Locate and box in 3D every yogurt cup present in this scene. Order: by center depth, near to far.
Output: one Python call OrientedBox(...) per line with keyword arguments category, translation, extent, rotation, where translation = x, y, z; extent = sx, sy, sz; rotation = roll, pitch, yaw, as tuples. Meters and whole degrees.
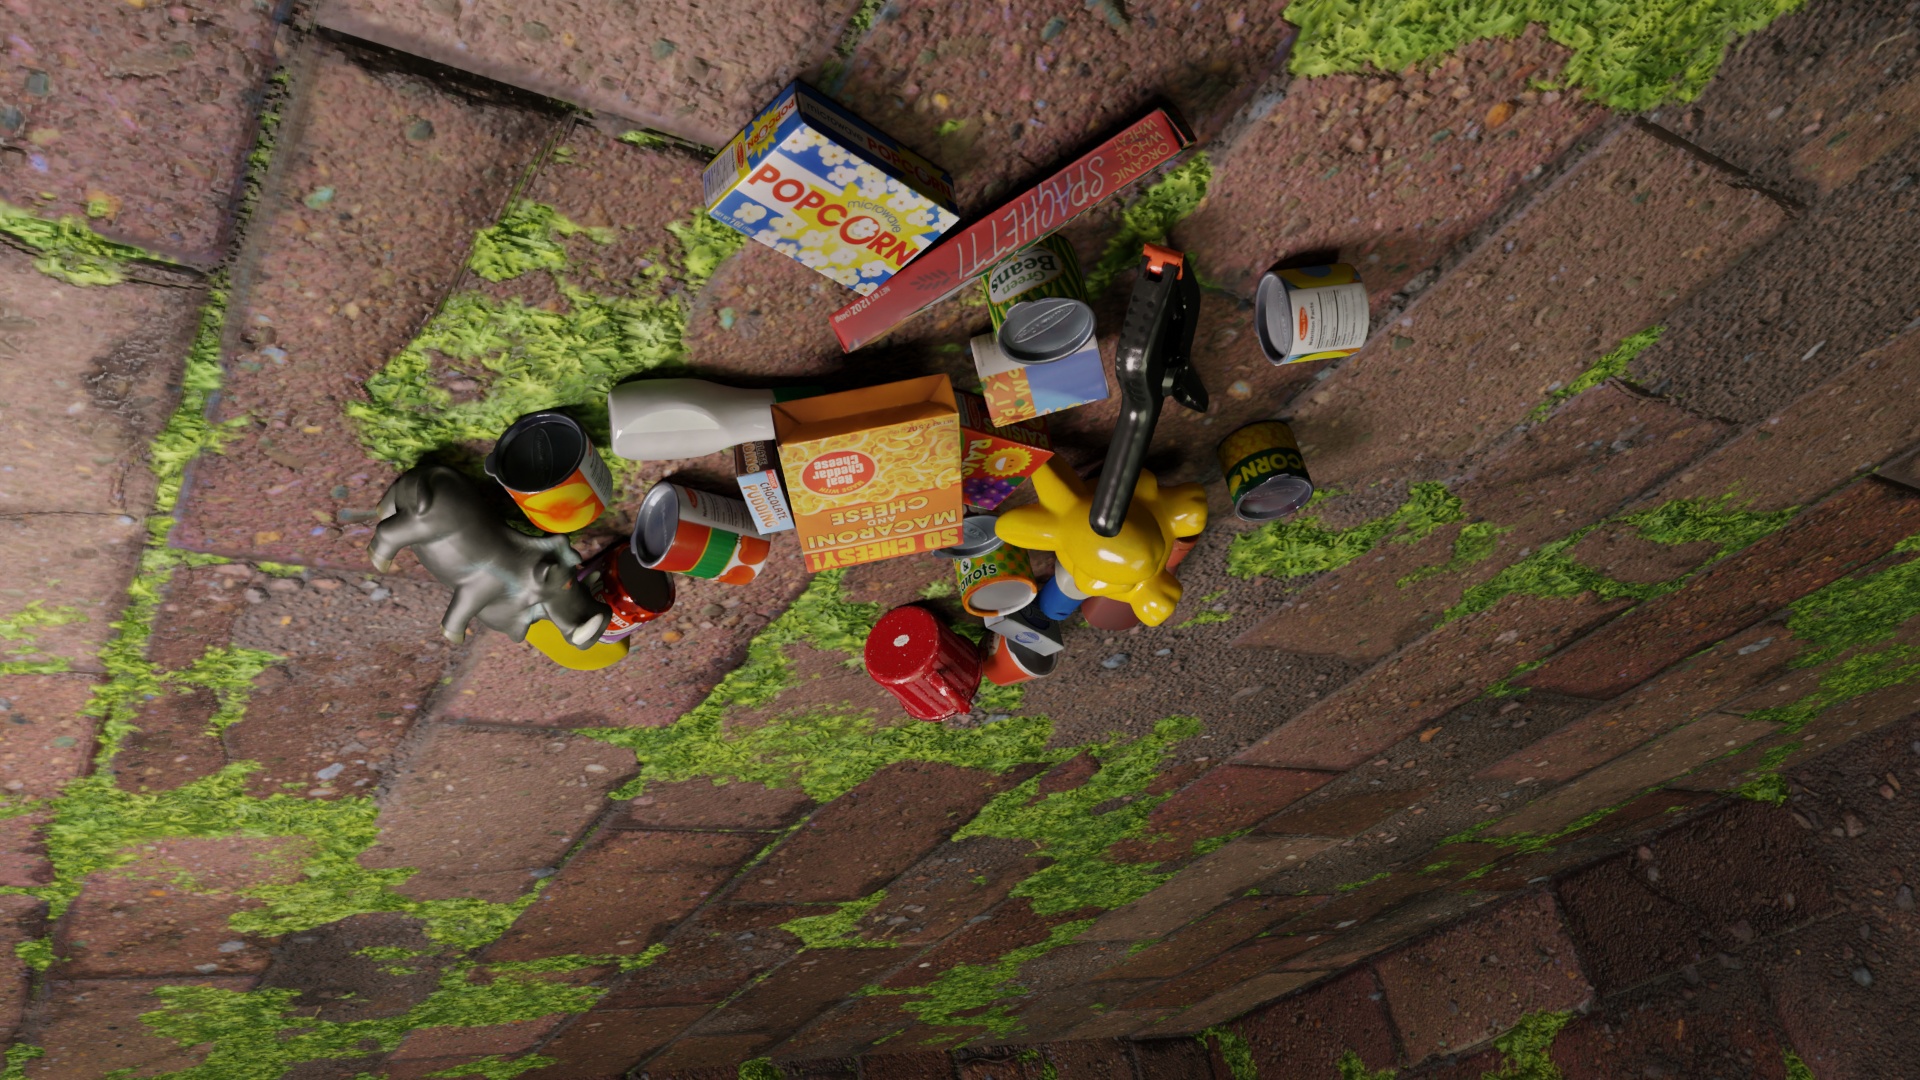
OrientedBox(category="yogurt cup", translation=(0.053, 0.108, 1.347), extent=(0.072, 0.072, 0.053), rotation=(16, 147, -39))

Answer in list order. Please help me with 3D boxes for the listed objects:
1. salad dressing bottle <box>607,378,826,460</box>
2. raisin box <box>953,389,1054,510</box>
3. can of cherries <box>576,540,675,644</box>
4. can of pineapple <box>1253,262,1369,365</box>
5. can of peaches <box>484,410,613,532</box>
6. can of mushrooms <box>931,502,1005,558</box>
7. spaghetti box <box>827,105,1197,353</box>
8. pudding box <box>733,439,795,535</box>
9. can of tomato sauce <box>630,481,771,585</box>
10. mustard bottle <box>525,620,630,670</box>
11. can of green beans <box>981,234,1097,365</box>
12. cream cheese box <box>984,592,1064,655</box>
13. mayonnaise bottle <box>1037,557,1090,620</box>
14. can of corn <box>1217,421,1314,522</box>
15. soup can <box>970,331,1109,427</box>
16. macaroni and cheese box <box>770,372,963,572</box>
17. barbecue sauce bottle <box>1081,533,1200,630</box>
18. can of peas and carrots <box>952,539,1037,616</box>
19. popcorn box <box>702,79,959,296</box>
OrientedBox(category="salad dressing bottle", translation=(-0.167, -0.086, 0.961), extent=(0.148, 0.044, 0.064), rotation=(-5, 147, -17))
OrientedBox(category="raisin box", translation=(-0.004, -0.070, 1.052), extent=(0.123, 0.040, 0.085), rotation=(13, 140, -34))
OrientedBox(category="can of cherries", translation=(-0.271, 0.043, 1.106), extent=(0.058, 0.072, 0.071), rotation=(-29, 146, 24))
OrientedBox(category="can of pineapple", translation=(0.245, -0.160, 0.975), extent=(0.058, 0.071, 0.070), rotation=(-8, 149, -8))
OrientedBox(category="can of peaches", translation=(-0.283, -0.046, 0.959), extent=(0.071, 0.071, 0.057), rotation=(-13, 150, 1))
OrientedBox(category="can of mushrooms", translation=(0.004, -0.014, 1.153), extent=(0.071, 0.033, 0.070), rotation=(-10, 150, -6))
OrientedBox(category="spaghetti box", translation=(0.029, -0.189, 0.854), extent=(0.249, 0.028, 0.050), rotation=(-28, -173, 23))
OrientedBox(category="pudding box", translation=(-0.145, -0.047, 1.027), extent=(0.030, 0.050, 0.083), rotation=(-10, 149, -1))
OrientedBox(category="can of tomato sauce", translation=(-0.198, -0.003, 1.062), extent=(0.083, 0.071, 0.071), rotation=(15, 140, -39))
OrientedBox(category="mustard bottle", translation=(-0.331, 0.056, 1.128), extent=(0.065, 0.049, 0.159), rotation=(-19, 148, 10))
OrientedBox(category="can of green beans", translation=(0.051, -0.158, 0.908), extent=(0.071, 0.058, 0.071), rotation=(-9, 149, -6))
OrientedBox(category="cream cheese box", translation=(0.056, 0.068, 1.290), extent=(0.024, 0.053, 0.103), rotation=(-27, 147, 26))
OrientedBox(category="mayonnaise bottle", translation=(0.120, 0.020, 1.246), extent=(0.065, 0.041, 0.147), rotation=(8, 143, -27))
OrientedBox(category="can of corn", translation=(0.252, -0.058, 1.149), extent=(0.071, 0.058, 0.070), rotation=(-9, 149, -6))
OrientedBox(category="soup can", translation=(0.056, -0.118, 0.966), extent=(0.084, 0.071, 0.071), rotation=(-15, 149, 5))
OrientedBox(category="macaroni and cheese box", translation=(-0.061, -0.045, 0.992), extent=(0.124, 0.040, 0.165), rotation=(-11, 149, -5))
OrientedBox(category="barbecue sauce bottle", translation=(0.169, 0.029, 1.278), extent=(0.065, 0.044, 0.147), rotation=(3, 145, -24))
OrientedBox(category="can of peas and carrots", translation=(0.027, 0.025, 1.203), extent=(0.071, 0.059, 0.070), rotation=(-10, 149, -6))
OrientedBox(category="popcorn box", translation=(-0.074, -0.201, 0.808), extent=(0.085, 0.038, 0.126), rotation=(-34, 143, 31))
